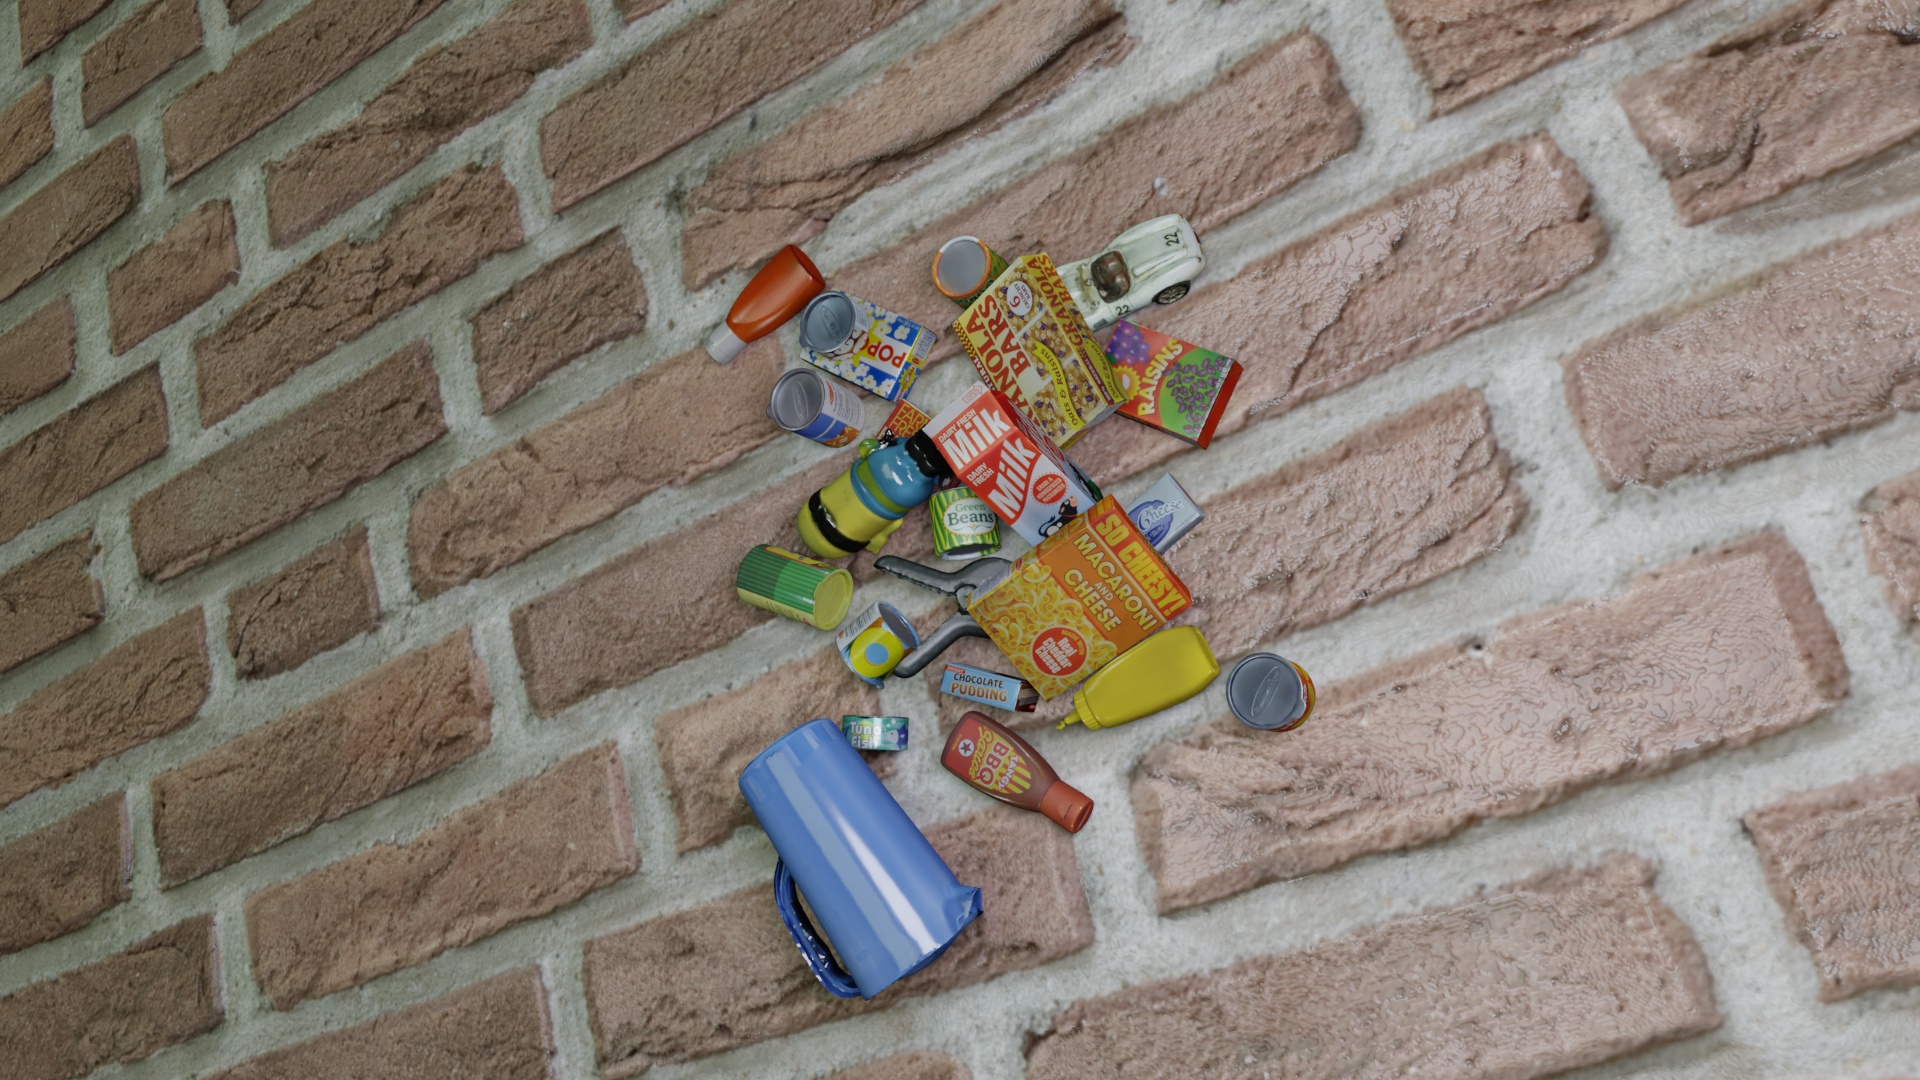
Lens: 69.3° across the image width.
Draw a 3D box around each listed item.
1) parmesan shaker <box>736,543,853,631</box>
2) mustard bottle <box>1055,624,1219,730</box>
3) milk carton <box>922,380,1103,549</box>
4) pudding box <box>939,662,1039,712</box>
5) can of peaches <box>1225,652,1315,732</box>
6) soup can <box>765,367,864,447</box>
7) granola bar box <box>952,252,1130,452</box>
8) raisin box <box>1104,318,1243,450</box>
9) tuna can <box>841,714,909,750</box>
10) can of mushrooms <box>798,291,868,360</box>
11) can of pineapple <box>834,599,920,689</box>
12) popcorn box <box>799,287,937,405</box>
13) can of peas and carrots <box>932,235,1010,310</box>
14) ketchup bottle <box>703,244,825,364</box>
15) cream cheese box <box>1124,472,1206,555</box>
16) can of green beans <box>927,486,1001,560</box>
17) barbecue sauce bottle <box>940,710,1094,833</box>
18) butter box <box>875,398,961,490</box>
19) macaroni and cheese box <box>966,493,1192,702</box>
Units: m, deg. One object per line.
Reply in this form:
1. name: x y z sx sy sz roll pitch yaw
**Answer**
1. parmesan shaker: -0.172 0.046 1.430 0.103 0.071 0.071 17 88 28
2. mustard bottle: 0.155 0.134 1.268 0.160 0.049 0.065 -29 72 19
3. milk carton: 0.053 -0.065 1.274 0.072 0.190 0.074 -40 30 16
4. pudding box: 0.028 0.140 1.327 0.084 0.049 0.030 12 87 27
5. can of peaches: 0.272 0.134 1.206 0.071 0.058 0.071 -5 78 24
6. soup can: -0.150 -0.136 1.448 0.071 0.084 0.071 -5 78 25
7. granola bar box: 0.075 -0.171 1.325 0.123 0.039 0.165 -39 76 48
8. raisin box: 0.191 -0.149 1.311 0.123 0.040 0.086 25 92 26
9. tuna can: -0.084 0.188 1.360 0.071 0.071 0.033 -2 81 26
10. can of mushrooms: -0.132 -0.221 1.439 0.071 0.033 0.071 -5 78 24
11. can of pineapple: -0.080 0.102 1.379 0.057 0.071 0.071 -42 66 13
12. popcorn box: -0.098 -0.204 1.461 0.127 0.038 0.085 27 93 28
13. can of peas and carrots: 0.013 -0.266 1.408 0.071 0.058 0.071 -5 78 26
14. ketchup bottle: -0.220 -0.255 1.527 0.148 0.043 0.065 -40 65 14
15. cream cheese box: 0.173 -0.009 1.300 0.103 0.024 0.053 -42 65 13
16. can of green beans: 0.004 -0.016 1.360 0.071 0.071 0.058 -14 75 23
17. barbecue sauce bottle: 0.055 0.221 1.302 0.149 0.043 0.065 29 92 27
18. butter box: -0.034 -0.097 1.418 0.104 0.024 0.053 37 96 26
19. macaroni and cheese box: 0.108 0.053 1.275 0.166 0.040 0.123 -36 106 15
